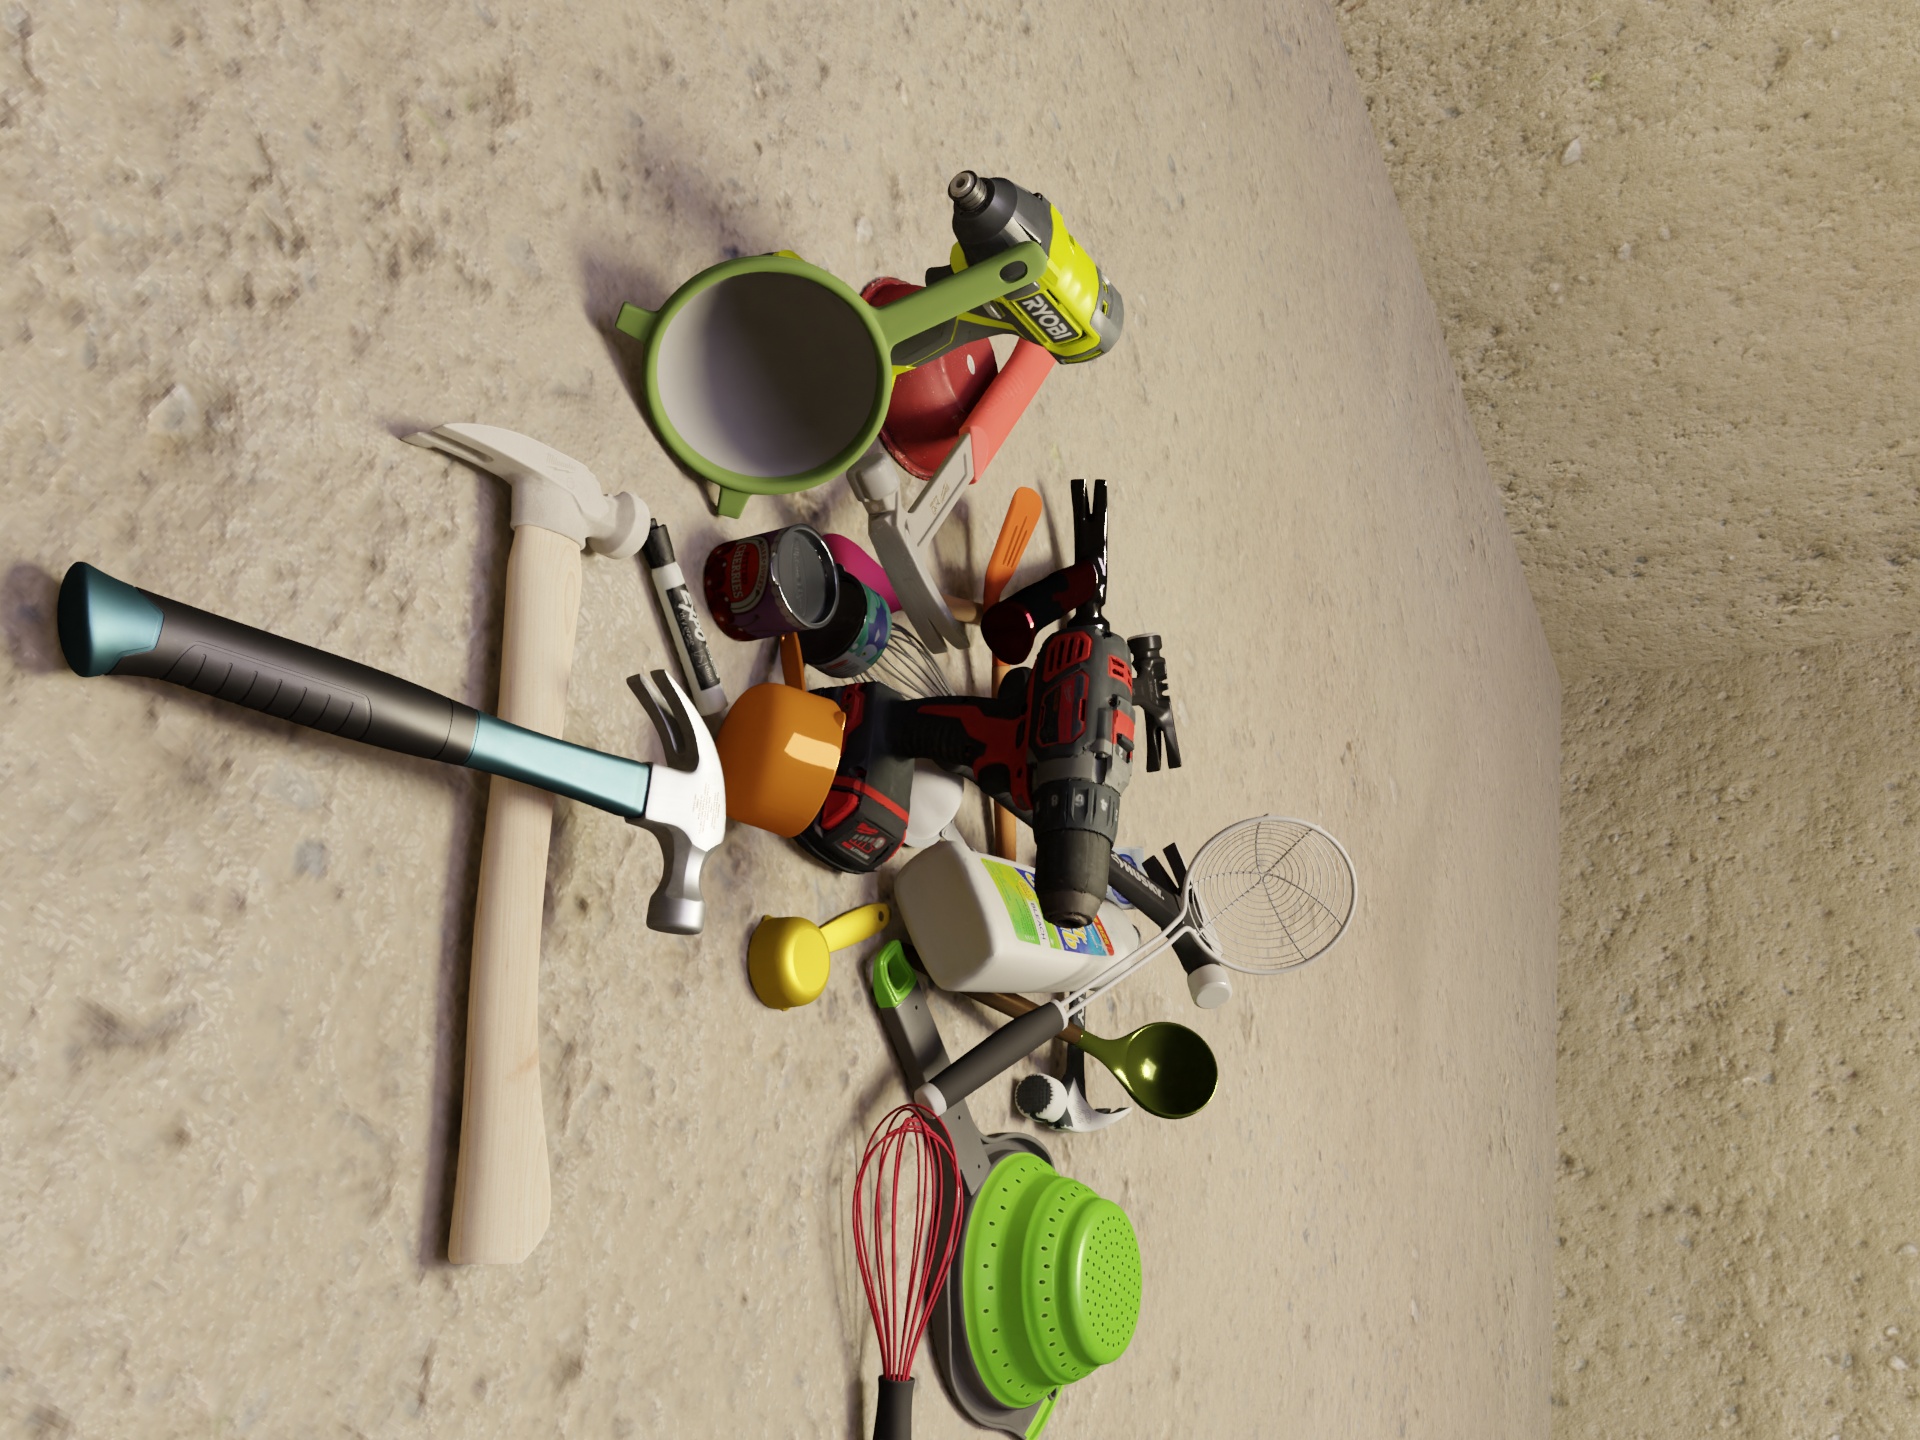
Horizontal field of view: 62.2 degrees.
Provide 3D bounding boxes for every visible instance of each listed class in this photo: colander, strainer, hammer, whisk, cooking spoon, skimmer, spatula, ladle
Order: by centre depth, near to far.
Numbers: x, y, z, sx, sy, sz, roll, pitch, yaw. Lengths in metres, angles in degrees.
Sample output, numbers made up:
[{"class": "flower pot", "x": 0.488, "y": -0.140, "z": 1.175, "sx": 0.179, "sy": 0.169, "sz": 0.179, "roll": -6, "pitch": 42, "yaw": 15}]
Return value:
[{"class": "hammer", "x": -0.241, "y": 0.005, "z": 0.732, "sx": 0.330, "sy": 0.033, "sz": 0.128, "roll": 24, "pitch": 65, "yaw": -44}, {"class": "hammer", "x": -0.228, "y": 0.055, "z": 0.793, "sx": 0.146, "sy": 0.038, "sz": 0.411, "roll": 23, "pitch": 62, "yaw": -54}, {"class": "strainer", "x": -0.071, "y": -0.241, "z": 0.975, "sx": 0.069, "sy": 0.256, "sz": 0.151, "roll": -105, "pitch": 170, "yaw": -56}, {"class": "whisk", "x": -0.039, "y": 0.392, "z": 0.999, "sx": 0.073, "sy": 0.073, "sz": 0.296, "roll": 22, "pitch": 68, "yaw": -56}, {"class": "skimmer", "x": 0.129, "y": 0.180, "z": 1.109, "sx": 0.363, "sy": 0.090, "sz": 0.127, "roll": -28, "pitch": 109, "yaw": -32}, {"class": "colander", "x": 0.042, "y": 0.327, "z": 1.116, "sx": 0.204, "sy": 0.094, "sz": 0.397, "roll": -46, "pitch": 121, "yaw": -54}, {"class": "whisk", "x": -0.001, "y": -0.004, "z": 1.158, "sx": 0.238, "sy": 0.055, "sz": 0.055, "roll": 37, "pitch": 50, "yaw": -39}, {"class": "strainer", "x": 0.004, "y": 0.097, "z": 1.177, "sx": 0.087, "sy": 0.050, "sz": 0.258, "roll": -59, "pitch": 135, "yaw": -37}, {"class": "hammer", "x": 0.022, "y": -0.208, "z": 1.186, "sx": 0.149, "sy": 0.037, "sz": 0.359, "roll": 63, "pitch": 35, "yaw": -28}, {"class": "ladle", "x": 0.077, "y": 0.225, "z": 1.188, "sx": 0.319, "sy": 0.062, "sz": 0.078, "roll": 32, "pitch": 50, "yaw": -35}, {"class": "hammer", "x": 0.089, "y": 0.088, "z": 1.193, "sx": 0.334, "sy": 0.035, "sz": 0.146, "roll": 39, "pitch": 25, "yaw": -35}, {"class": "cooking spoon", "x": -0.020, "y": -0.090, "z": 1.208, "sx": 0.318, "sy": 0.017, "sz": 0.069, "roll": 7, "pitch": 76, "yaw": -59}, {"class": "hammer", "x": 0.073, "y": -0.112, "z": 1.233, "sx": 0.386, "sy": 0.038, "sz": 0.143, "roll": -36, "pitch": 127, "yaw": -74}, {"class": "spatula", "x": 0.041, "y": -0.019, "z": 1.243, "sx": 0.081, "sy": 0.041, "sz": 0.322, "roll": 2, "pitch": 87, "yaw": -73}, {"class": "hammer", "x": 0.112, "y": -0.012, "z": 1.320, "sx": 0.336, "sy": 0.034, "sz": 0.127, "roll": -4, "pitch": 85, "yaw": -65}, {"class": "hammer", "x": 0.105, "y": 0.141, "z": 1.340, "sx": 0.149, "sy": 0.036, "sz": 0.409, "roll": 37, "pitch": 51, "yaw": -51}]

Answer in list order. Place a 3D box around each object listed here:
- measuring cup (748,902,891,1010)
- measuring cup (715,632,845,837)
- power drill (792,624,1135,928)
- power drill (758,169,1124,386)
[{"class": "measuring cup", "x": -0.079, "y": 0.142, "z": 1.027, "sx": 0.156, "sy": 0.029, "sz": 0.062, "roll": -17, "pitch": 96, "yaw": -58}, {"class": "measuring cup", "x": -0.120, "y": -0.009, "z": 0.975, "sx": 0.052, "sy": 0.095, "sz": 0.174, "roll": 18, "pitch": 38, "yaw": -28}, {"class": "power drill", "x": 0.003, "y": 0.045, "z": 0.998, "sx": 0.080, "sy": 0.227, "sz": 0.188, "roll": 39, "pitch": 49, "yaw": -49}, {"class": "power drill", "x": -0.027, "y": -0.278, "z": 1.044, "sx": 0.171, "sy": 0.223, "sz": 0.080, "roll": 32, "pitch": 55, "yaw": -53}]
